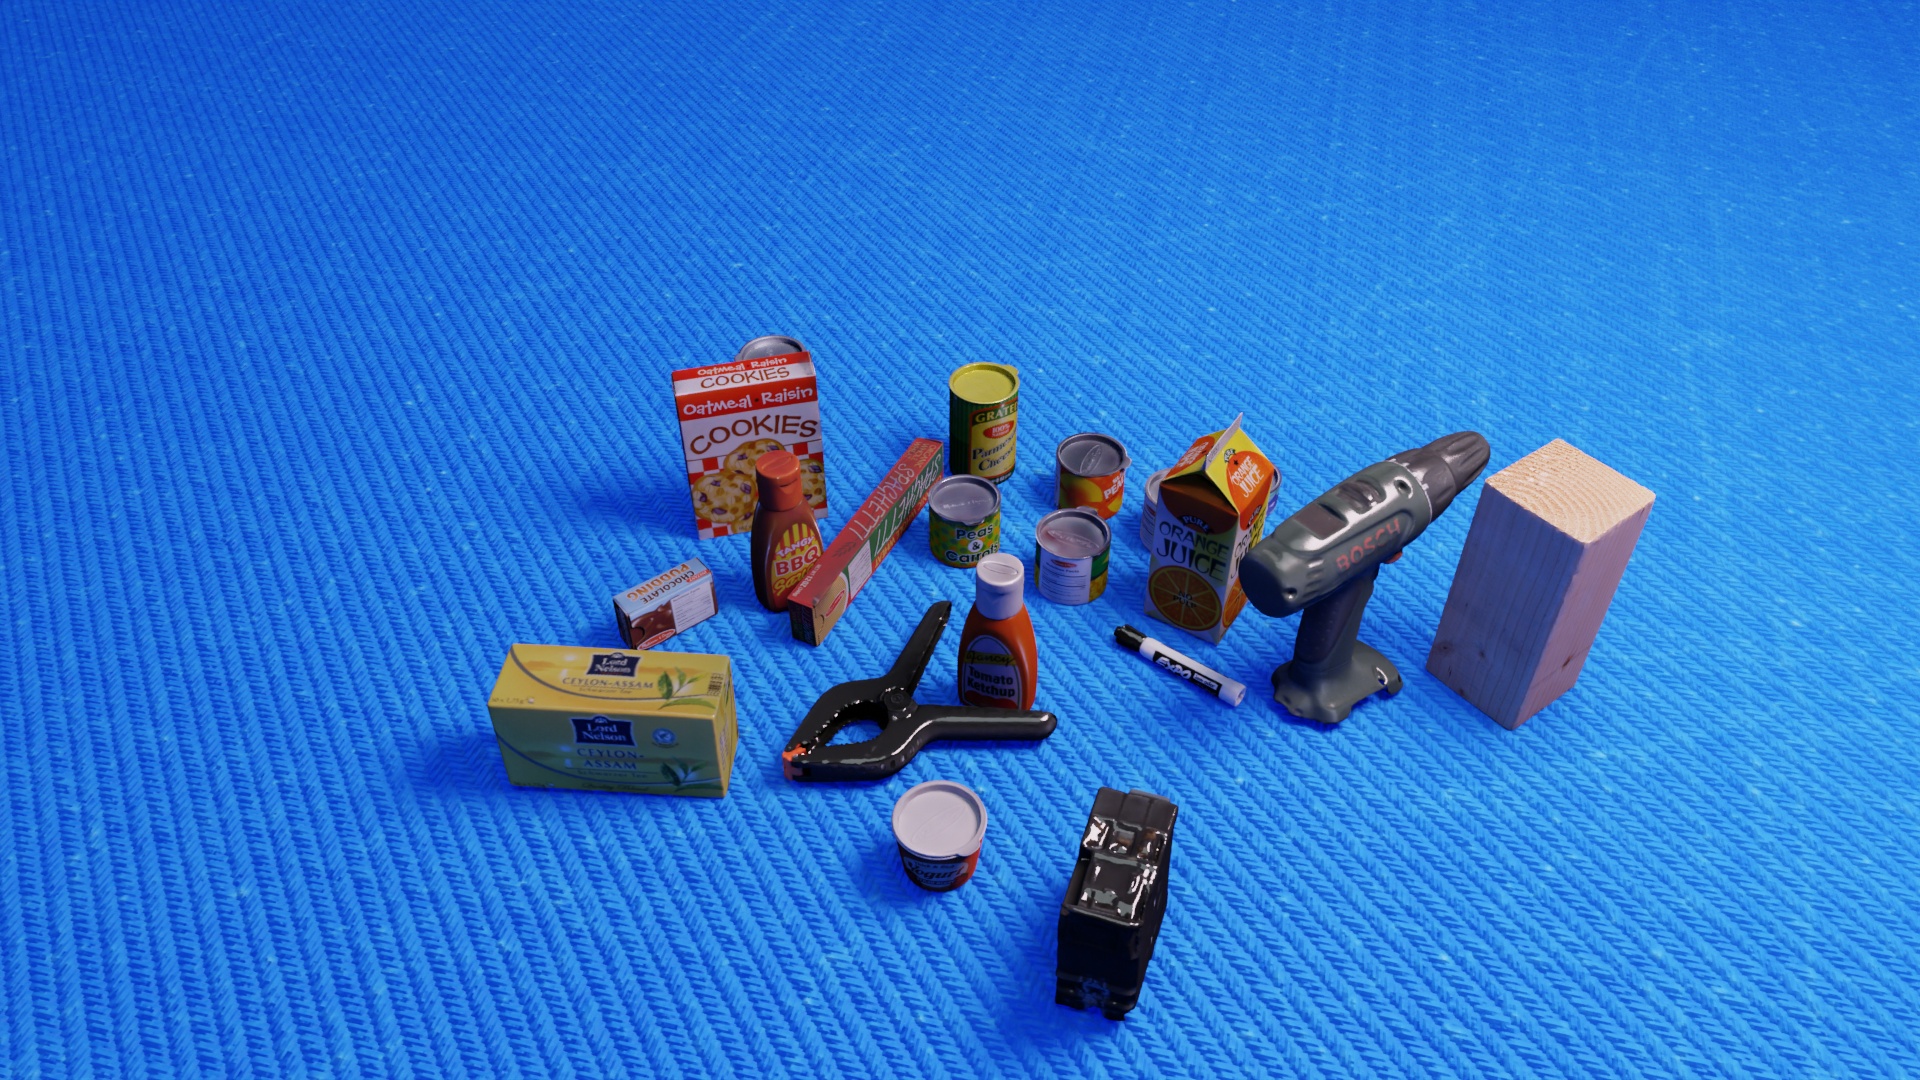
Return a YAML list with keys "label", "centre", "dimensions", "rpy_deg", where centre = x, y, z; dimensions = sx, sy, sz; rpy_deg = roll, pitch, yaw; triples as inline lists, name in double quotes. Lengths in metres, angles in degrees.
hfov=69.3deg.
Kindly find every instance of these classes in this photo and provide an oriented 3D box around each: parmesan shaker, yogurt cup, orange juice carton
- label: "parmesan shaker"
  centre: [0.024, -0.111, 1.330]
  dimensions: [0.071, 0.102, 0.072]
  rpy_deg: [0, 42, 0]
- label: "yogurt cup"
  centre: [-0.015, 0.215, 1.000]
  dimensions: [0.072, 0.053, 0.073]
  rpy_deg: [0, 42, 0]
- label: "orange juice carton"
  centre: [0.207, -0.013, 1.153]
  dimensions: [0.073, 0.191, 0.072]
  rpy_deg: [23, 47, 24]

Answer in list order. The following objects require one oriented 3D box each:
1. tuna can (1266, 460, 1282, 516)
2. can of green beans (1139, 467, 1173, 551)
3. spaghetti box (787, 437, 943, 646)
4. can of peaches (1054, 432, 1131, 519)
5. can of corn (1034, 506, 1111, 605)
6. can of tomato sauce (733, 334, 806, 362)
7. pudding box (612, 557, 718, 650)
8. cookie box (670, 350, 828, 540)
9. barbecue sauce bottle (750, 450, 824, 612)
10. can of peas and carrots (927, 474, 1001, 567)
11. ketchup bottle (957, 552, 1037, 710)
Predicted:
- label: "tuna can"
  centre: [0.268, -0.049, 1.313]
  dimensions: [0.071, 0.032, 0.071]
  rpy_deg: [0, 42, 0]
- label: "can of green beans"
  centre: [0.199, -0.024, 1.266]
  dimensions: [0.071, 0.057, 0.071]
  rpy_deg: [0, 42, 0]
- label: "spaghetti box"
  centre: [-0.080, -0.005, 1.250]
  dimensions: [0.029, 0.049, 0.251]
  rpy_deg: [17, 44, 18]
- label: "can of peaches"
  centre: [0.124, -0.058, 1.305]
  dimensions: [0.071, 0.057, 0.071]
  rpy_deg: [0, 42, 0]
- label: "can of corn"
  centre: [0.099, 0.013, 1.224]
  dimensions: [0.071, 0.058, 0.071]
  rpy_deg: [0, 42, 0]
- label: "can of tomato sauce"
  centre: [-0.187, -0.153, 1.392]
  dimensions: [0.071, 0.082, 0.071]
  rpy_deg: [0, 42, 0]
- label: "pudding box"
  centre: [-0.250, 0.055, 1.183]
  dimensions: [0.084, 0.049, 0.030]
  rpy_deg: [-29, 49, -28]
- label: "cookie box"
  centre: [-0.188, -0.085, 1.252]
  dimensions: [0.123, 0.166, 0.040]
  rpy_deg: [-10, 43, -11]
- label: "barbecue sauce bottle"
  centre: [-0.150, -0.009, 1.181]
  dimensions: [0.065, 0.147, 0.044]
  rpy_deg: [-26, 48, -26]
- label: "can of peas and carrots"
  centre: [0.004, -0.016, 1.256]
  dimensions: [0.071, 0.058, 0.071]
  rpy_deg: [0, 42, 0]
- label: "ketchup bottle"
  centre: [0.030, 0.075, 1.087]
  dimensions: [0.065, 0.148, 0.044]
  rpy_deg: [13, 43, 14]
